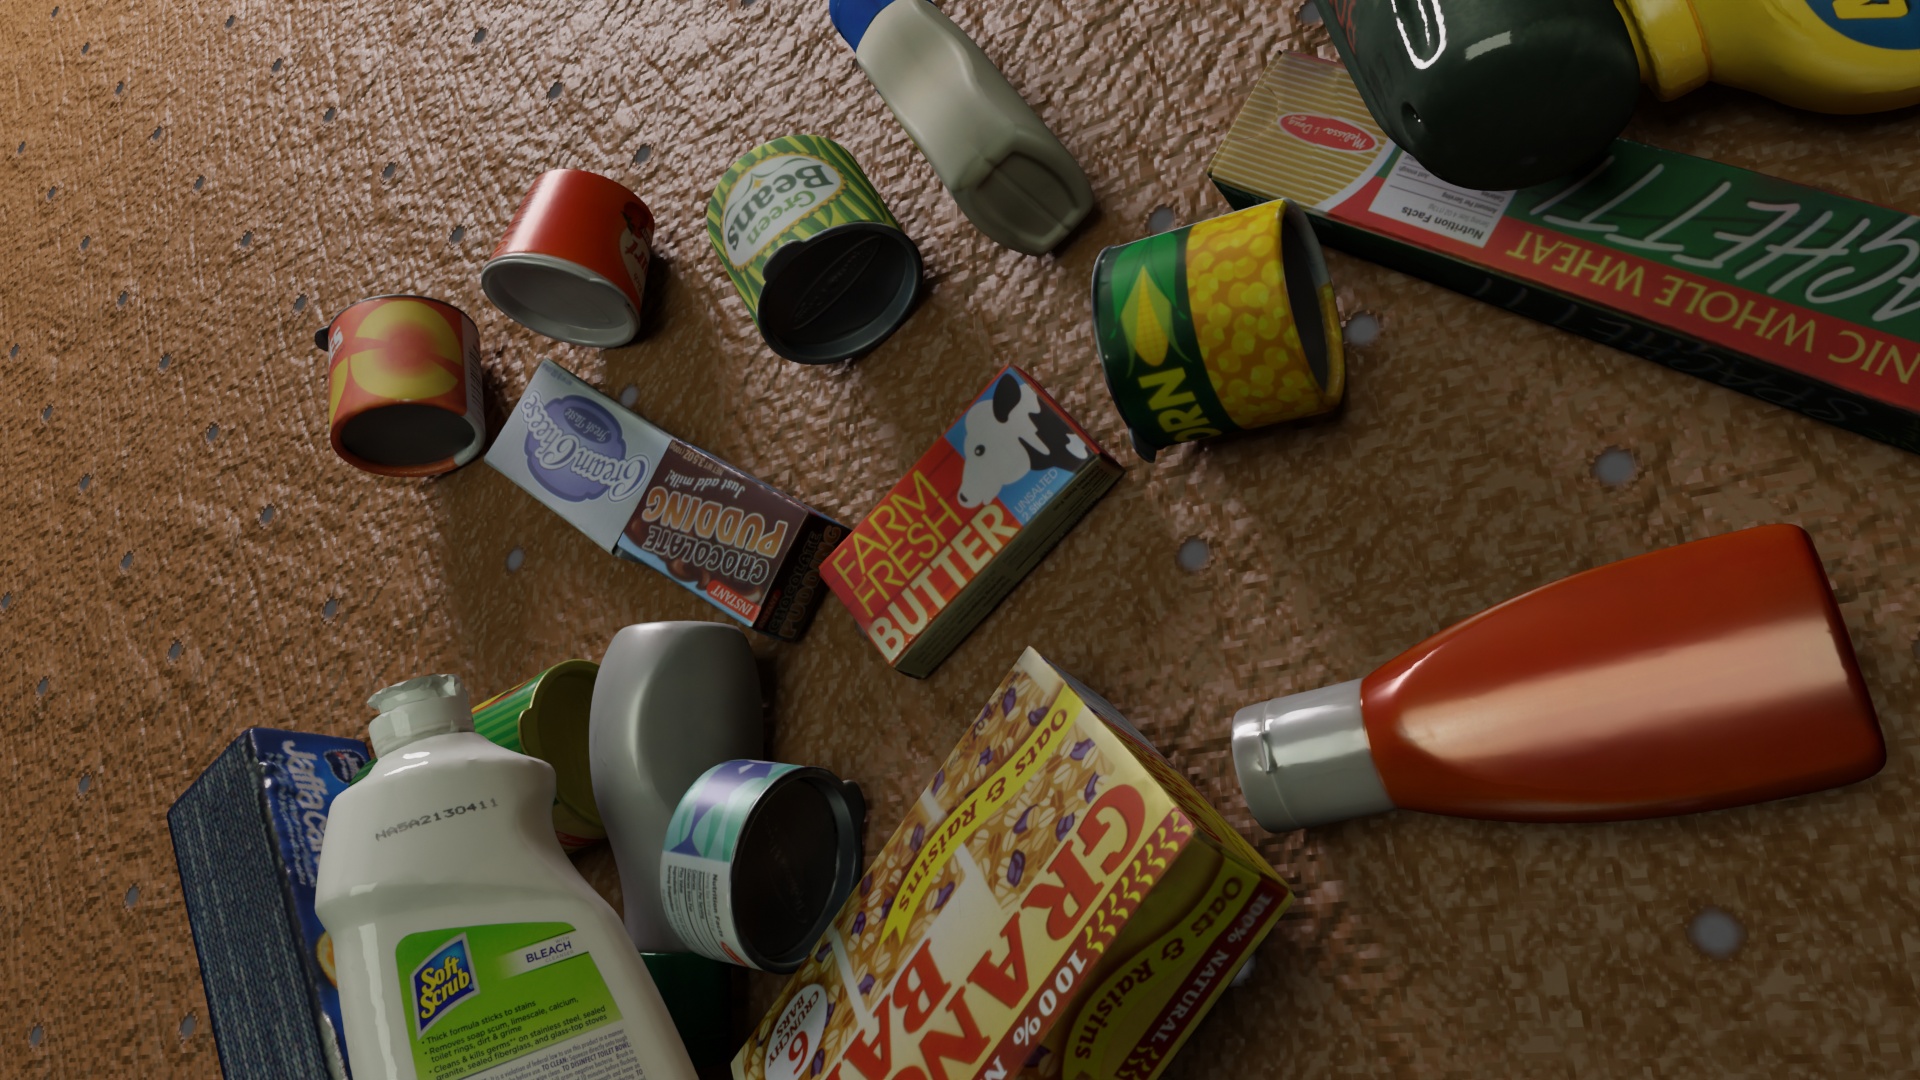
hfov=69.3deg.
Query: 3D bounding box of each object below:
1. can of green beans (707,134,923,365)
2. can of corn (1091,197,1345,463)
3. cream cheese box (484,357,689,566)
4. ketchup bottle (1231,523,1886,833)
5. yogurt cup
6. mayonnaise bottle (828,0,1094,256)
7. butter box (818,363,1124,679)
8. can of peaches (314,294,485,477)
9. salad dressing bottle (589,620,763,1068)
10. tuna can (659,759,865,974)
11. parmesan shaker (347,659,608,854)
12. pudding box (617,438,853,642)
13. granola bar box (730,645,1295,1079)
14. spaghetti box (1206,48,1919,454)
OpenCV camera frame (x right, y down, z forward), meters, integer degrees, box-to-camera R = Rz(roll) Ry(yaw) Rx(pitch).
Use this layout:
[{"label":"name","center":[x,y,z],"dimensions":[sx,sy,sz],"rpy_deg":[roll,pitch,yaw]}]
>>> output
[{"label":"can of green beans","center":[-0.056,-0.110,0.526],"dimensions":[0.071,0.071,0.058],"rpy_deg":[-40,57,14]},{"label":"can of corn","center":[0.080,-0.063,0.425],"dimensions":[0.058,0.071,0.071],"rpy_deg":[-11,68,28]},{"label":"cream cheese box","center":[-0.155,-0.034,0.586],"dimensions":[0.104,0.024,0.053],"rpy_deg":[30,90,36]},{"label":"ketchup bottle","center":[0.146,0.044,0.360],"dimensions":[0.148,0.043,0.065],"rpy_deg":[-18,64,26]},{"label":"yogurt cup","center":[-0.166,-0.123,0.602],"dimensions":[0.072,0.072,0.054],"rpy_deg":[-3,64,31]},{"label":"mayonnaise bottle","center":[-0.007,-0.169,0.521],"dimensions":[0.041,0.064,0.148],"rpy_deg":[-44,52,17]},{"label":"butter box","center":[0.002,-0.006,0.479],"dimensions":[0.103,0.024,0.053],"rpy_deg":[-46,56,10]},{"label":"can of peaches","center":[-0.255,-0.069,0.632],"dimensions":[0.071,0.071,0.058],"rpy_deg":[-25,63,22]},{"label":"salad dressing bottle","center":[-0.098,0.104,0.482],"dimensions":[0.044,0.064,0.148],"rpy_deg":[-11,75,37]},{"label":"tuna can","center":[-0.063,0.104,0.456],"dimensions":[0.033,0.071,0.071],"rpy_deg":[0,74,33]},{"label":"parmesan shaker","center":[-0.175,0.093,0.524],"dimensions":[0.103,0.071,0.071],"rpy_deg":[-25,62,22]},{"label":"pudding box","center":[-0.087,0.000,0.528],"dimensions":[0.084,0.030,0.049],"rpy_deg":[27,89,36]},{"label":"granola bar box","center":[0.005,0.126,0.387],"dimensions":[0.165,0.039,0.124],"rpy_deg":[-55,22,4]},{"label":"spaghetti box","center":[0.184,-0.083,0.390],"dimensions":[0.250,0.028,0.050],"rpy_deg":[32,91,36]}]
